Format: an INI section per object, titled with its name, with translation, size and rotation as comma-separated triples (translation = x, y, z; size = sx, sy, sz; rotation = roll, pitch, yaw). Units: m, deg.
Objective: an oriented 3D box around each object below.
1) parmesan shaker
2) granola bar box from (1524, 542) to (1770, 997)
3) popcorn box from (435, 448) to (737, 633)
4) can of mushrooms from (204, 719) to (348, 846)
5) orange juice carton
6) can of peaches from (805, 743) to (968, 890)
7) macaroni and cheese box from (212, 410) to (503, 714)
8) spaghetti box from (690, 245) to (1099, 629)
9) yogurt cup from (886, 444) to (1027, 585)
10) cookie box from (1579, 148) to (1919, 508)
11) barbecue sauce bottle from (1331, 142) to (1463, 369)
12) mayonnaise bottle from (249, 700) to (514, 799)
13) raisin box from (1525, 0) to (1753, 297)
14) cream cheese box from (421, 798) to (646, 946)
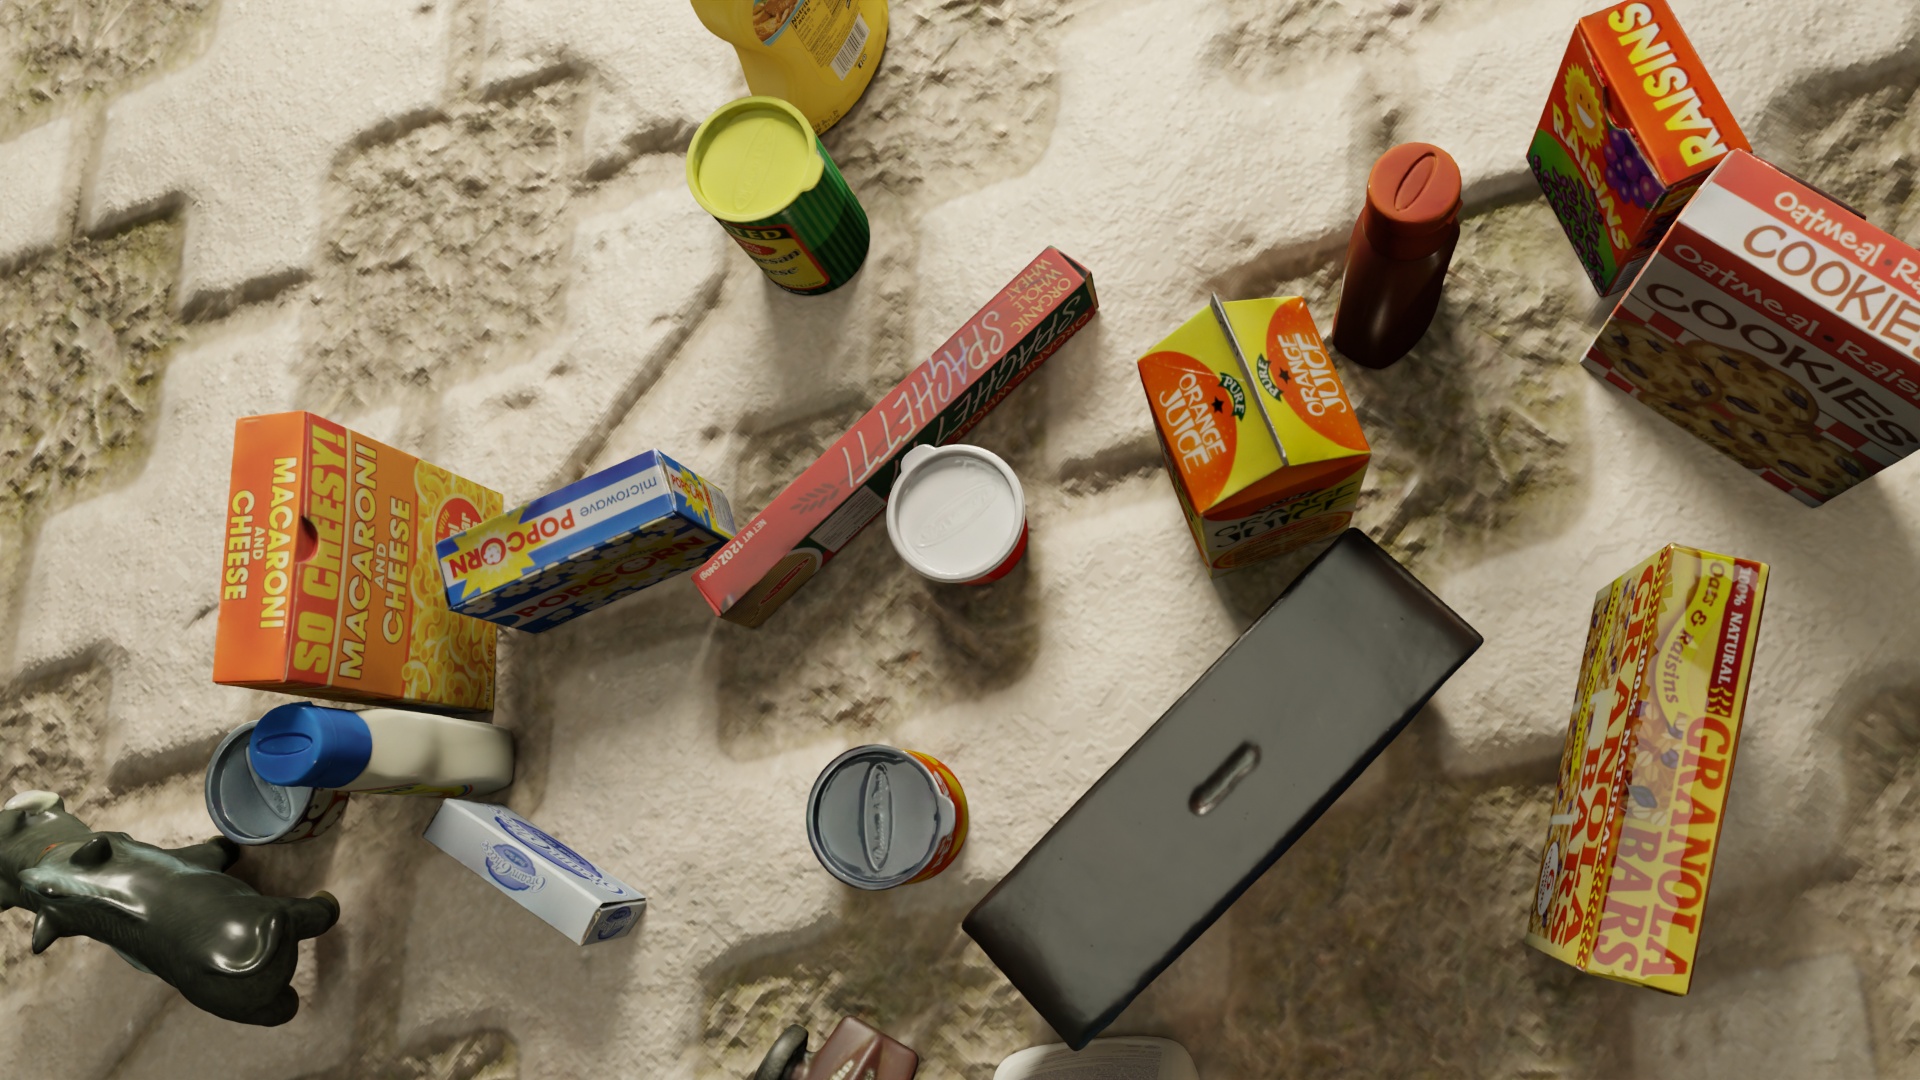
[parmesan shaker]
translation = -0.089, -0.173, 0.717
size = 0.071, 0.103, 0.071
rotation = -2, 78, 12
[granola bar box]
translation = 0.278, 0.094, 0.570
size = 0.039, 0.124, 0.165
rotation = 13, 81, 15
[popcorn box]
translation = -0.188, 0.003, 0.710
size = 0.126, 0.085, 0.038
rotation = -23, 75, 7
[can of mushrooms]
translation = -0.365, 0.129, 0.748
size = 0.071, 0.033, 0.071
rotation = -2, 78, 12
[orange juice carton]
translation = 0.125, -0.043, 0.597
size = 0.073, 0.192, 0.072
rotation = -21, 75, 7
[can of peaches]
translation = -0.031, 0.132, 0.663
size = 0.071, 0.058, 0.071
rotation = -2, 78, 12
[macaroni and cheese box]
translation = -0.288, 0.018, 0.686
size = 0.040, 0.166, 0.124
rotation = -4, 78, 11
[spaghetti box]
translation = -0.030, -0.051, 0.706
size = 0.250, 0.050, 0.029
rotation = -43, 73, 1
[yogurt cup]
translation = 0.002, -0.009, 0.688
size = 0.072, 0.054, 0.072
rotation = -2, 78, 12
[cookie box]
translation = 0.338, -0.081, 0.572
size = 0.123, 0.167, 0.040
rotation = 38, 89, 17
[barbecue sauce bottle]
translation = 0.197, -0.128, 0.623
size = 0.044, 0.148, 0.065
rotation = 32, 87, 16
[mayonnaise bottle]
translation = -0.280, 0.104, 0.675
size = 0.065, 0.148, 0.041
rotation = -6, 77, 11
[raisin box]
translation = 0.299, -0.174, 0.624
size = 0.040, 0.123, 0.086
rotation = -21, 75, 7
[cream cheese box]
translation = -0.213, 0.165, 0.697
size = 0.104, 0.053, 0.024
rotation = 28, 86, 16
